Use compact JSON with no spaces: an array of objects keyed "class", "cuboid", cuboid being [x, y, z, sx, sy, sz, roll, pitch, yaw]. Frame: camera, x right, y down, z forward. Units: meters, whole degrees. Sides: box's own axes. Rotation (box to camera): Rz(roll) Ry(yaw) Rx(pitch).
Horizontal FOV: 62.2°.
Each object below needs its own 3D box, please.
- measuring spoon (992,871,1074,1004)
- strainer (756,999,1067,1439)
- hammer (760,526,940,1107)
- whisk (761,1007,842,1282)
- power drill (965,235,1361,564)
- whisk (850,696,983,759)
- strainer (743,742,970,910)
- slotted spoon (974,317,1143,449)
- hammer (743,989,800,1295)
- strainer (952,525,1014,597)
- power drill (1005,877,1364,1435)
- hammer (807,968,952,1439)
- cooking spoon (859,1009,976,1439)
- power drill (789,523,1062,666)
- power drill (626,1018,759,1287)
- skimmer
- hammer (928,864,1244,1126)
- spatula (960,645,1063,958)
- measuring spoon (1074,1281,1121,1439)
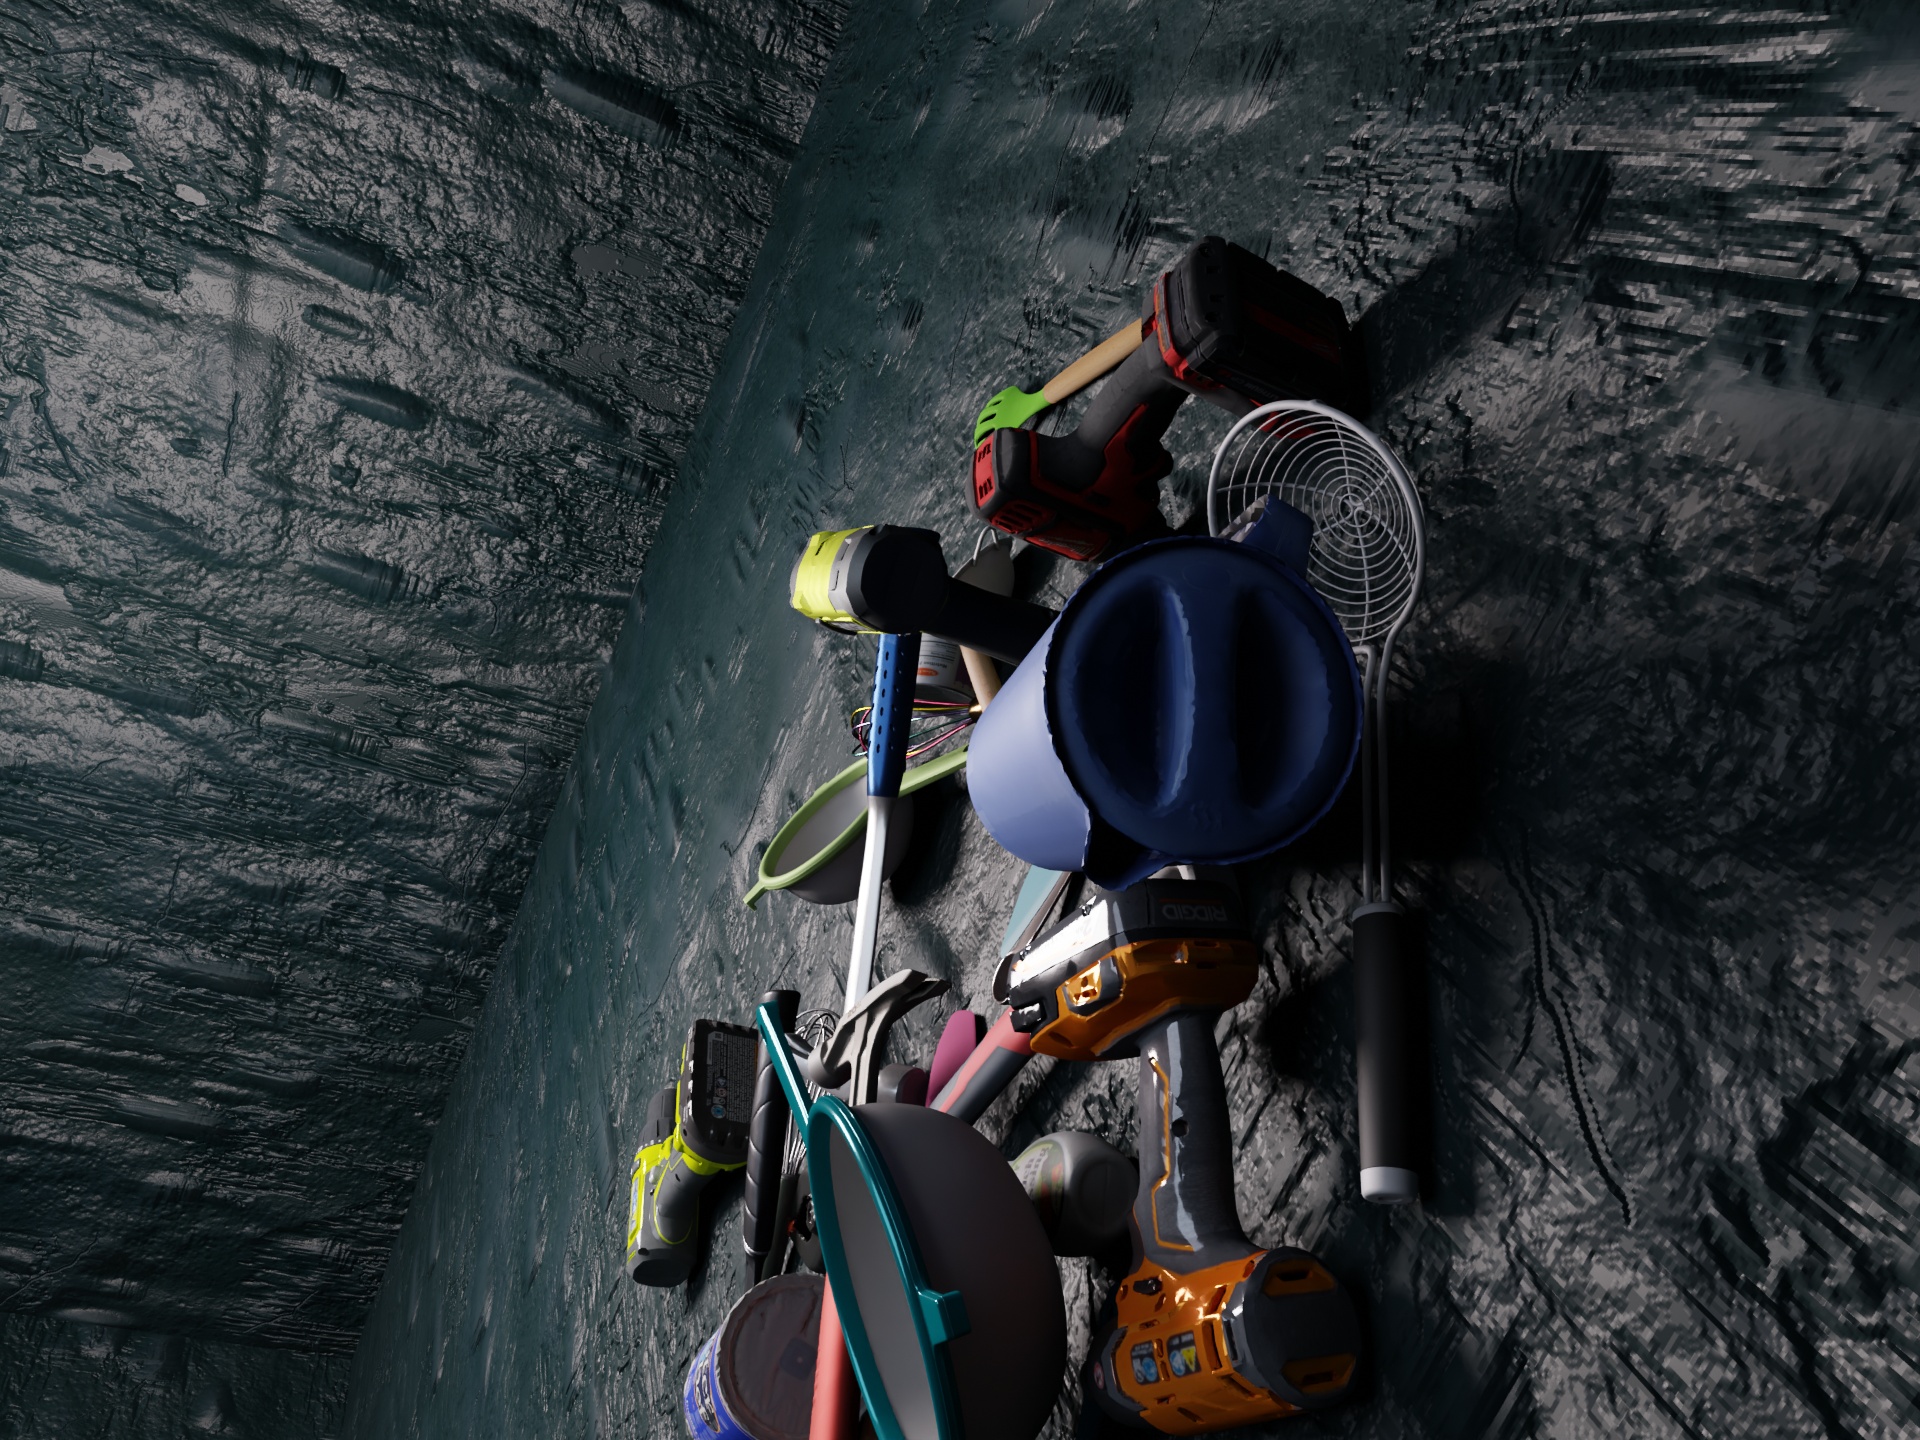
[{"class":"measuring spoon","cuboid":[0.056,0.125,0.997,0.124,0.018,0.034,-62,21,6]},{"class":"strainer","cuboid":[-0.026,0.251,0.851,0.341,0.095,0.210,-127,30,-54]},{"class":"hammer","cuboid":[-0.062,0.065,1.135,0.144,0.035,0.405,4,86,41]},{"class":"whisk","cuboid":[-0.132,0.346,1.239,0.057,0.059,0.246,30,-108,-74]},{"class":"power drill","cuboid":[0.117,-0.163,0.915,0.219,0.143,0.079,-37,44,46]},{"class":"whisk","cuboid":[-0.003,-0.005,1.138,0.245,0.051,0.047,-14,97,49]},{"class":"strainer","cuboid":[-0.047,0.078,1.228,0.256,0.069,0.152,-27,22,38]},{"class":"slotted spoon","cuboid":[0.082,-0.260,1.215,0.314,0.031,0.070,-18,57,63]},{"class":"hammer","cuboid":[-0.152,0.405,1.171,0.149,0.036,0.409,162,115,-64]},{"class":"strainer","cuboid":[-0.009,-0.077,1.273,0.087,0.050,0.258,-37,-5,-30]},{"class":"power drill","cuboid":[0.087,0.204,0.726,0.164,0.084,0.227,-45,47,49]},{"class":"hammer","cuboid":[-0.062,0.329,0.932,0.149,0.036,0.359,-45,32,45]},{"class":"cooking spoon","cuboid":[-0.032,0.344,1.024,0.069,0.017,0.319,-23,52,64]},{"class":"power drill","cuboid":[0.012,-0.057,0.951,0.171,0.223,0.080,9,82,68]},{"class":"power drill","cuboid":[-0.243,0.374,1.440,0.191,0.080,0.228,-97,30,-47]},{"class":"skimmer","cuboid":[0.160,0.023,0.709,0.127,0.090,0.364,-40,38,53]},{"class":"hammer","cuboid":[0.033,0.200,0.929,0.386,0.038,0.143,-55,28,29]},{"class":"spatula","cuboid":[0.025,0.016,1.027,0.082,0.044,0.318,-59,31,30]},{"class":"measuring spoon","cuboid":[0.058,0.345,0.797,0.042,0.021,0.129,-3,72,67]}]
